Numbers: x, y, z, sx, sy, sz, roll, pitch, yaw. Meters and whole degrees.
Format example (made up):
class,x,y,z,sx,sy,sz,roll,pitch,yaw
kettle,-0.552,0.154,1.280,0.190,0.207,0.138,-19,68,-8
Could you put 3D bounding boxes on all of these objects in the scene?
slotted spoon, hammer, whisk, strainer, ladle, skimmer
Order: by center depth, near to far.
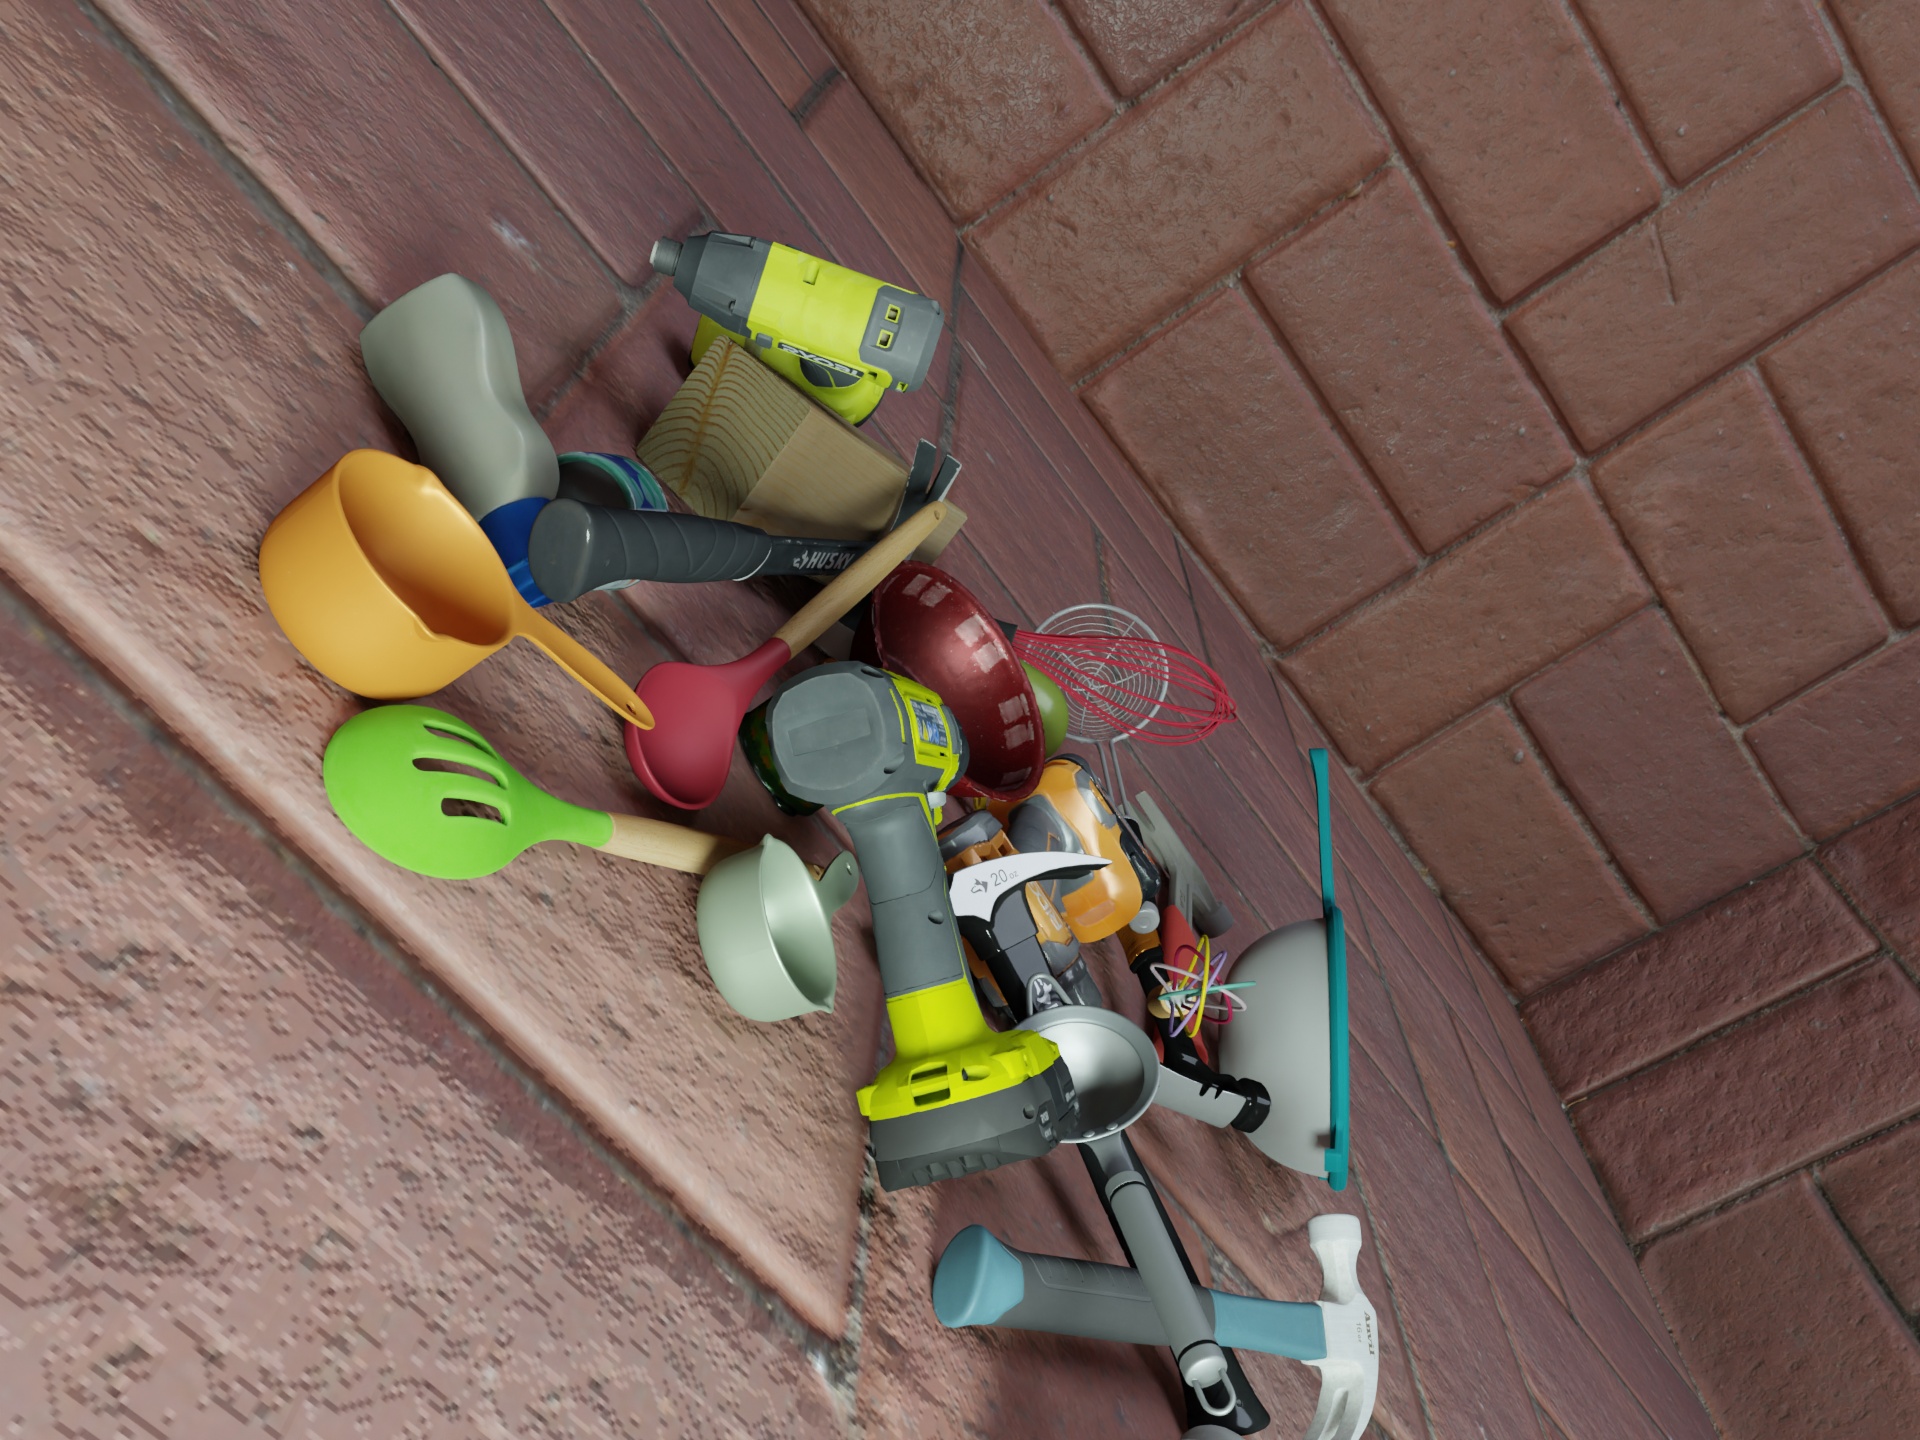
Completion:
class,x,y,z,sx,sy,sz,roll,pitch,yaw
slotted spoon,-0.137,0.048,0.672,0.313,0.031,0.070,26,39,-62
strainer,0.075,0.218,0.751,0.259,0.087,0.050,-116,-167,-57
hammer,0.110,0.292,0.789,0.330,0.033,0.128,25,52,-40
hammer,-0.099,-0.089,0.822,0.036,0.149,0.409,34,13,12
ladle,-0.081,-0.050,0.828,0.315,0.031,0.069,-48,120,-49
hammer,0.082,0.227,0.860,0.146,0.035,0.335,-21,83,-37
whisk,0.130,0.156,0.920,0.245,0.051,0.047,81,-11,-78
whisk,0.054,-0.049,1.118,0.296,0.073,0.073,19,21,0
hammer,0.122,0.156,1.151,0.127,0.034,0.337,24,24,-20
strainer,0.247,0.186,1.231,0.210,0.095,0.341,58,32,-69
ladle,-0.029,-0.094,1.234,0.320,0.062,0.078,47,20,-9
skimmer,0.119,0.025,1.254,0.364,0.127,0.090,-94,178,-60
hammer,0.172,0.176,1.288,0.149,0.036,0.359,54,16,-8

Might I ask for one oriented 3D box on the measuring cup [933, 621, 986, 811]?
class,x,y,z,sx,sy,sz,roll,pitch,yaw
measuring cup,-0.002,-0.003,1.072,0.062,0.029,0.156,-43,133,-59

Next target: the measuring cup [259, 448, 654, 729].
class,x,y,z,sx,sy,sz,roll,pitch,yaw
measuring cup,-0.192,-0.030,0.618,0.173,0.052,0.095,44,20,-45

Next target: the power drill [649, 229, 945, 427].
class,x,y,z,sx,sy,sz,roll,pitch,yaw
power drill,-0.110,-0.250,1.016,0.171,0.080,0.223,18,-1,-9

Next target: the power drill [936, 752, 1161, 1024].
class,x,y,z,sx,sy,sz,roll,pitch,yaw
power drill,0.064,0.124,1.008,0.185,0.084,0.226,57,21,-1

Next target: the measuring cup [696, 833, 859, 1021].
class,x,y,z,sx,sy,sz,roll,pitch,yaw
measuring cup,-0.079,0.088,0.735,0.167,0.038,0.083,-41,111,-79

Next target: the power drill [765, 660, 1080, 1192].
class,x,y,z,sx,sy,sz,roll,pitch,yaw
power drill,-0.013,0.088,0.749,0.190,0.080,0.228,20,54,-76
